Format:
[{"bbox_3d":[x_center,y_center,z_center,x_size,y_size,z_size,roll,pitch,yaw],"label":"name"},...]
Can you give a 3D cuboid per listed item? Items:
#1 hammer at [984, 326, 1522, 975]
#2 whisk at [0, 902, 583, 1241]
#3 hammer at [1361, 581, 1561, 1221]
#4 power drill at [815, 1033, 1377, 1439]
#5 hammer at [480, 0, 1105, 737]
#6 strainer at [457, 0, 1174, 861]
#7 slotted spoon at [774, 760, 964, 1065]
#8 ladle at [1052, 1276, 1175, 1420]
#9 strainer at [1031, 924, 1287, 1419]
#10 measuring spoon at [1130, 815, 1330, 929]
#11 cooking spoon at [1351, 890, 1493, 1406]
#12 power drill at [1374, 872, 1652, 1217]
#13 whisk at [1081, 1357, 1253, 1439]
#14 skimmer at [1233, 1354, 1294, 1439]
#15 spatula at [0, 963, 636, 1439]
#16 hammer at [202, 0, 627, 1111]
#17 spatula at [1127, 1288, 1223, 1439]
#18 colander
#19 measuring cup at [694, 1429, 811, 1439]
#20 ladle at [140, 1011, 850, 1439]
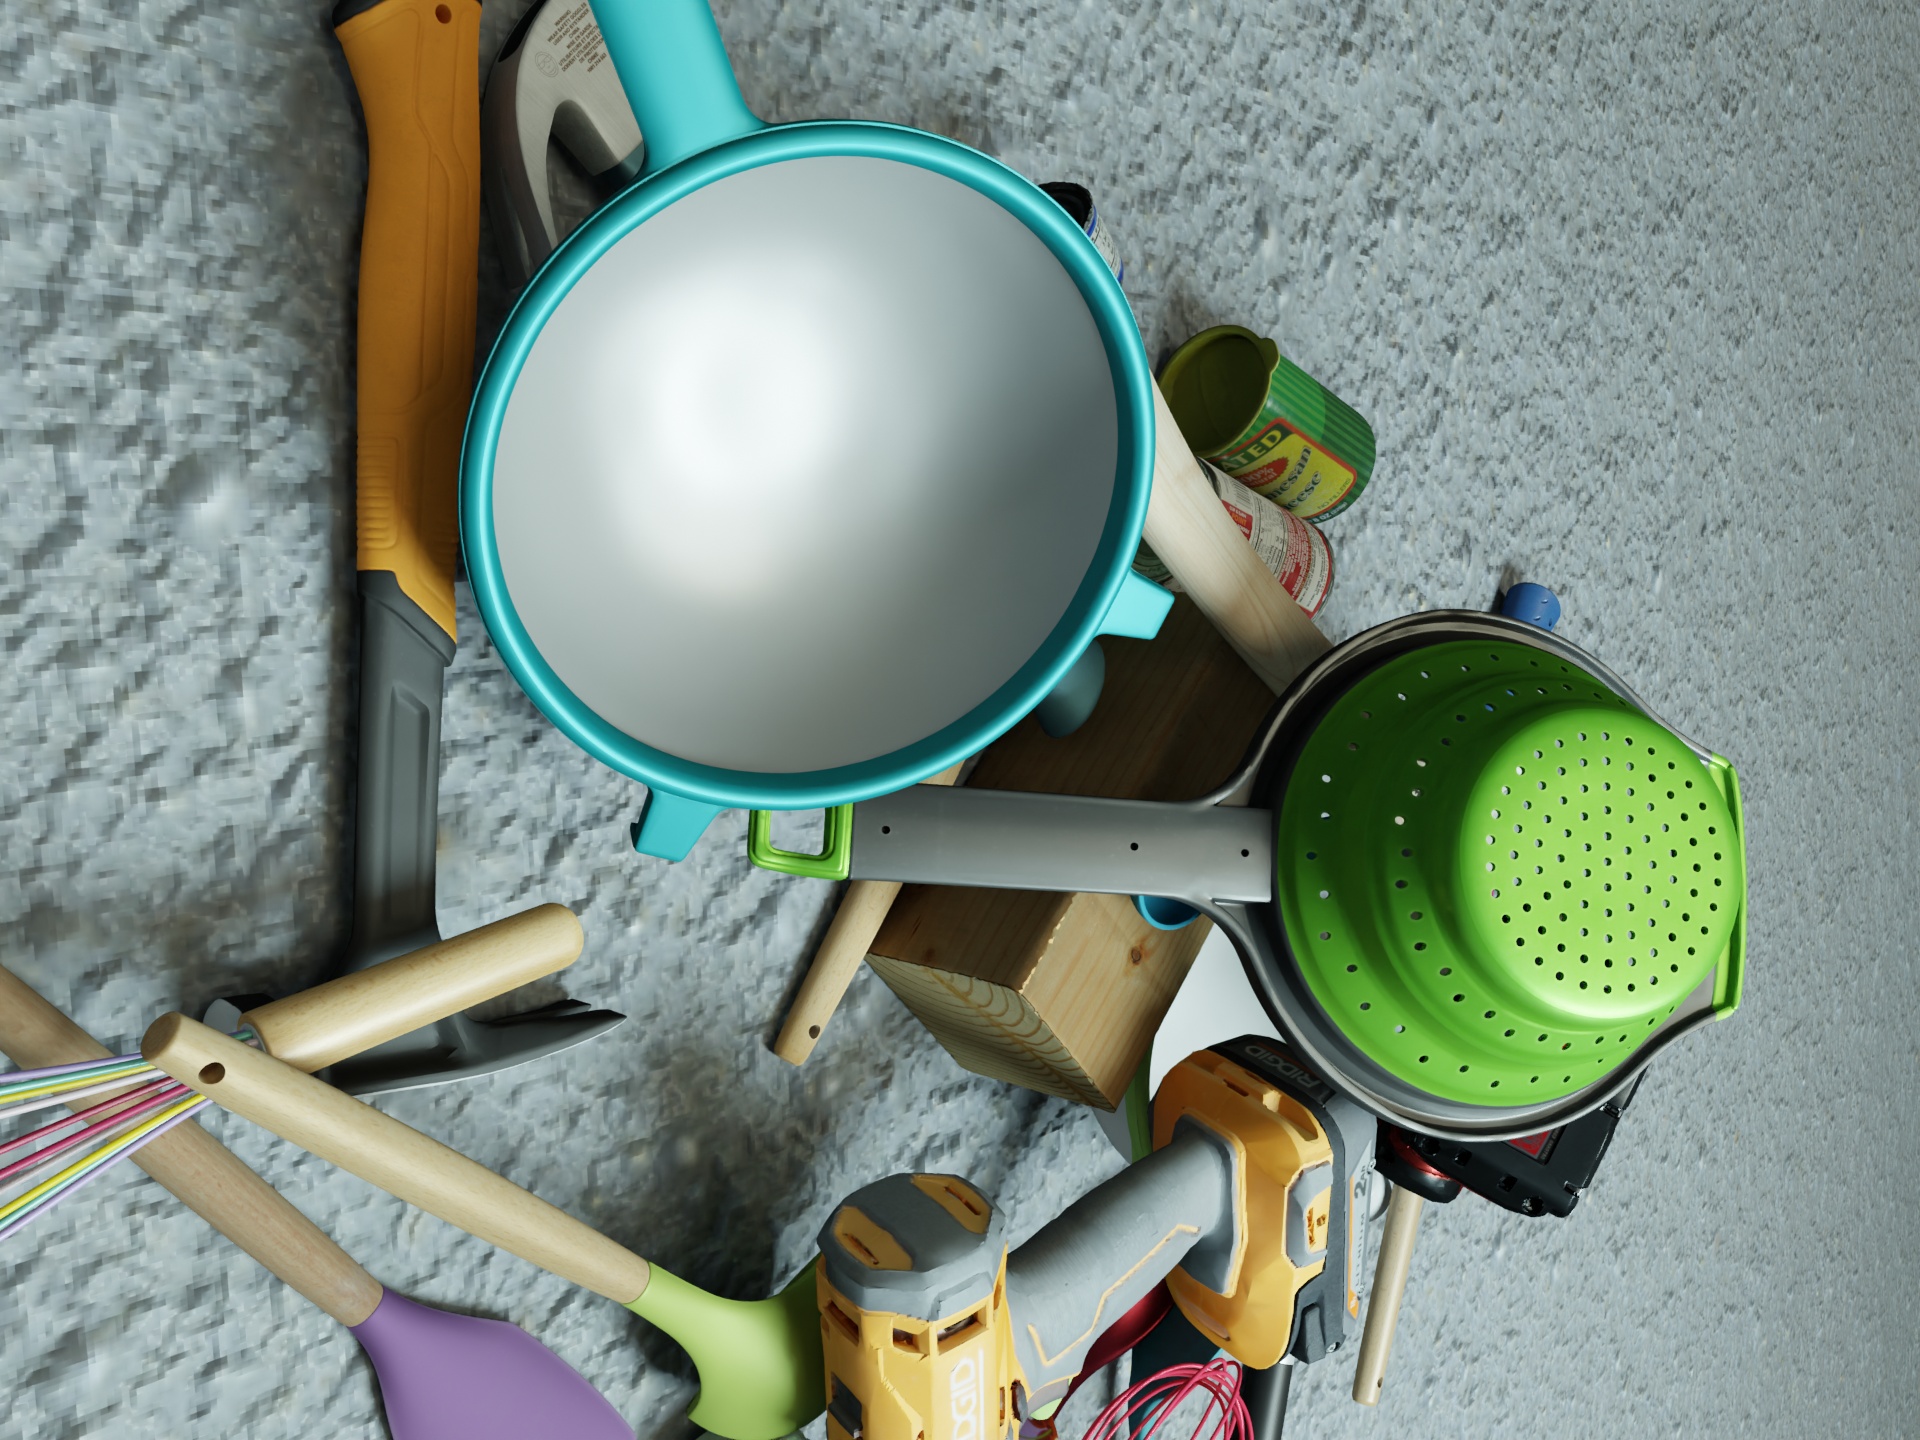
[{"bbox_3d":[0.132,-0.022,0.660,0.410,0.038,0.146,42,66,-39],"label":"hammer"},{"bbox_3d":[-0.201,0.097,0.410,0.245,0.047,0.051,-19,105,-45],"label":"whisk"},{"bbox_3d":[0.278,0.082,0.945,0.143,0.035,0.406,48,61,-37],"label":"hammer"},{"bbox_3d":[0.050,0.231,0.592,0.226,0.084,0.185,-15,114,-34],"label":"power drill"},{"bbox_3d":[-0.043,-0.117,0.586,0.330,0.033,0.128,49,61,-29],"label":"hammer"},{"bbox_3d":[-0.070,-0.134,0.464,0.211,0.095,0.340,-25,124,-9],"label":"strainer"},{"bbox_3d":[-0.001,-0.002,0.663,0.070,0.031,0.314,43,66,-39],"label":"slotted spoon"},{"bbox_3d":[0.013,0.349,0.703,0.315,0.031,0.069,-52,124,-28],"label":"ladle"},{"bbox_3d":[0.074,0.187,0.720,0.256,0.069,0.151,-54,130,-29],"label":"strainer"},{"bbox_3d":[0.116,0.053,0.645,0.128,0.021,0.042,-10,111,-33],"label":"measuring spoon"},{"bbox_3d":[0.264,0.224,0.903,0.068,0.017,0.319,29,72,-42],"label":"cooking spoon"},{"bbox_3d":[0.271,0.151,0.785,0.188,0.080,0.226,-60,167,-7],"label":"power drill"},{"bbox_3d":[0.029,0.394,0.674,0.296,0.073,0.073,-47,125,-16],"label":"whisk"},{"bbox_3d":[0.163,0.516,0.823,0.127,0.090,0.363,54,47,-73],"label":"skimmer"},{"bbox_3d":[-0.198,0.165,0.480,0.060,0.018,0.315,-50,127,-29],"label":"spatula"},{"bbox_3d":[-0.162,-0.056,0.489,0.127,0.034,0.337,0,93,-45],"label":"hammer"},{"bbox_3d":[0.096,0.404,0.775,0.044,0.082,0.317,5,94,-20],"label":"spatula"},{"bbox_3d":[0.127,0.047,0.561,0.397,0.094,0.204,4,82,-11],"label":"colander"},{"bbox_3d":[-0.114,0.289,0.563,0.167,0.038,0.083,20,78,-42],"label":"measuring cup"},{"bbox_3d":[-0.123,0.157,0.492,0.078,0.062,0.319,-47,135,-8],"label":"ladle"}]
